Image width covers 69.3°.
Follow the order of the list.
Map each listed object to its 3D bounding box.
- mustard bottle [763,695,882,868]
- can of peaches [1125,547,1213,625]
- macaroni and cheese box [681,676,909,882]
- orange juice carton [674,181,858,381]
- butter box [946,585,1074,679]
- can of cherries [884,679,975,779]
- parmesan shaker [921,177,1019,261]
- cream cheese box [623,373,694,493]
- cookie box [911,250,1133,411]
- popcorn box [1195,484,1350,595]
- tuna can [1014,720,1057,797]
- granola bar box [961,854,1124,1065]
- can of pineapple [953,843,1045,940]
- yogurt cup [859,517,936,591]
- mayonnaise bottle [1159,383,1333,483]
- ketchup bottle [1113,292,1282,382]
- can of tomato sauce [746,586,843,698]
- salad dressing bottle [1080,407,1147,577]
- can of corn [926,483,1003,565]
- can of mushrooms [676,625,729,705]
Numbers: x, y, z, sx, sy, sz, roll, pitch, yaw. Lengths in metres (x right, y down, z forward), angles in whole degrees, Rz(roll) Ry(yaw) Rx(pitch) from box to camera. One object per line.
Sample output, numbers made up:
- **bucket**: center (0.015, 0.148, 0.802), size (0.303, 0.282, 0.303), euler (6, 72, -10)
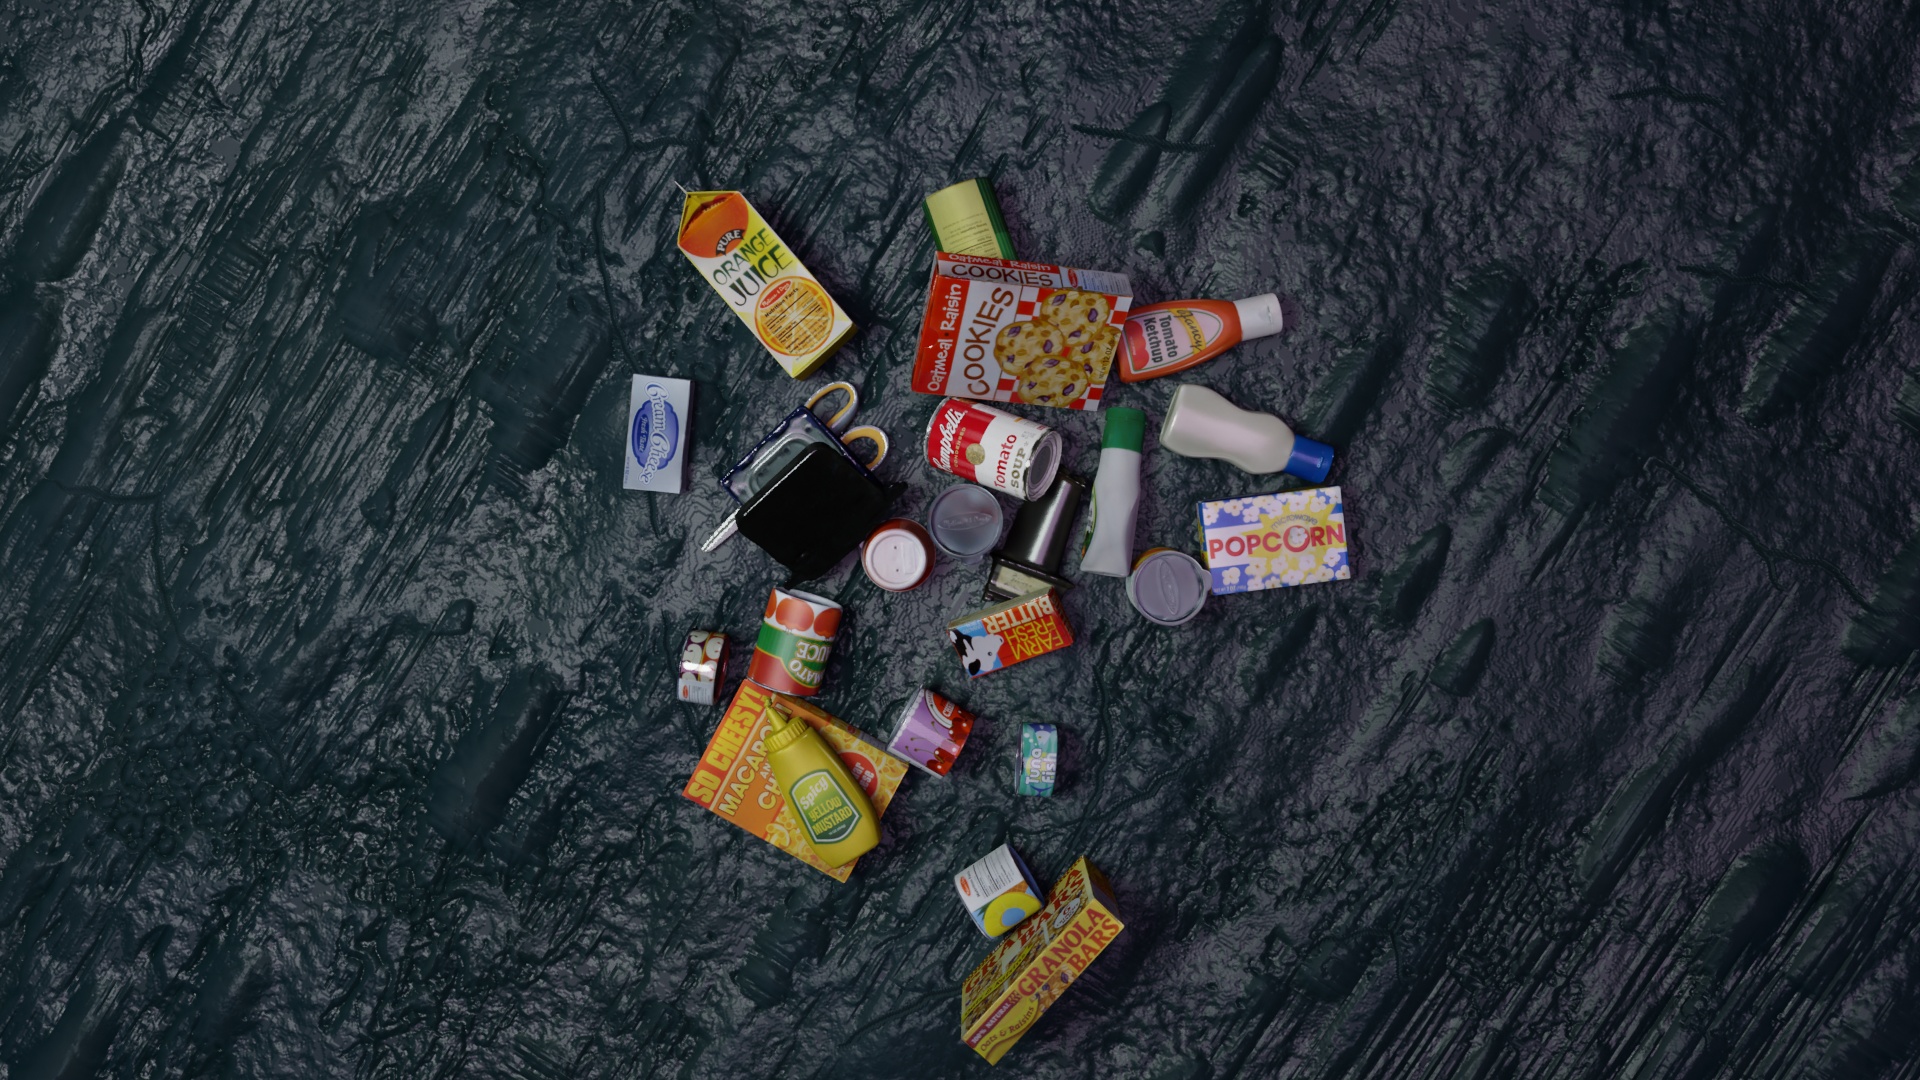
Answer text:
- **mustard bottle**: center (-0.131, 0.205, 1.208), size (0.065, 0.049, 0.160), euler (-32, 93, 0)
- **can of peaches**: center (0.185, 0.040, 1.235), size (0.071, 0.058, 0.071), euler (0, 93, 0)
- **macaroni and cheese box**: center (-0.147, 0.213, 1.255), size (0.166, 0.040, 0.123), euler (29, 93, -2)
- **orange juice carton**: center (-0.180, -0.235, 1.216), size (0.073, 0.072, 0.192), euler (-41, 92, 2)
- **butter box**: center (0.045, 0.082, 1.238), size (0.103, 0.024, 0.053), euler (-21, 105, 17)
- **can of cherries**: center (-0.026, 0.169, 1.238), size (0.058, 0.071, 0.071), euler (29, 93, -1)
- **parmesan shaker**: center (0.016, -0.259, 1.216), size (0.071, 0.071, 0.103), euler (-20, 92, 2)
- **cream cheese box**: center (-0.271, -0.096, 1.247), size (0.053, 0.024, 0.103), euler (6, 93, -1)
- **cookie box**: center (0.049, -0.176, 1.187), size (0.168, 0.040, 0.122), euler (5, 133, -10)
- **popcorn box**: center (0.278, -0.001, 1.242), size (0.127, 0.038, 0.085), euler (-7, 93, 1)
- **tuna can**: center (0.067, 0.195, 1.237), size (0.033, 0.071, 0.071), euler (4, 93, -1)
- **granola bar box**: center (0.070, 0.365, 1.220), size (0.039, 0.124, 0.165), euler (42, 93, -3)
- **can of pineapple**: center (0.036, 0.316, 1.248), size (0.058, 0.071, 0.071), euler (-33, 93, 2)
- **yogurt cup**: center (-0.056, 0.014, 1.237), size (0.072, 0.054, 0.072), euler (0, 94, 0)
- **mayonnaise bottle**: center (0.256, -0.090, 1.237), size (0.148, 0.041, 0.064), euler (18, 95, -2)
- **ketchup bottle**: center (0.208, -0.185, 1.231), size (0.149, 0.043, 0.064), euler (-13, 94, 0)
- **can of tomato sauce**: center (-0.145, 0.090, 1.234), size (0.071, 0.071, 0.083), euler (16, 93, -1)
- **salad dressing bottle**: center (0.138, -0.043, 1.232), size (0.044, 0.064, 0.147), euler (8, 85, 6)
- **can of corn**: center (0.004, -0.015, 1.233), size (0.071, 0.058, 0.071), euler (0, 93, 0)
- **can of mushrooms**: center (-0.228, 0.111, 1.238), size (0.033, 0.071, 0.071), euler (9, 93, 0)
